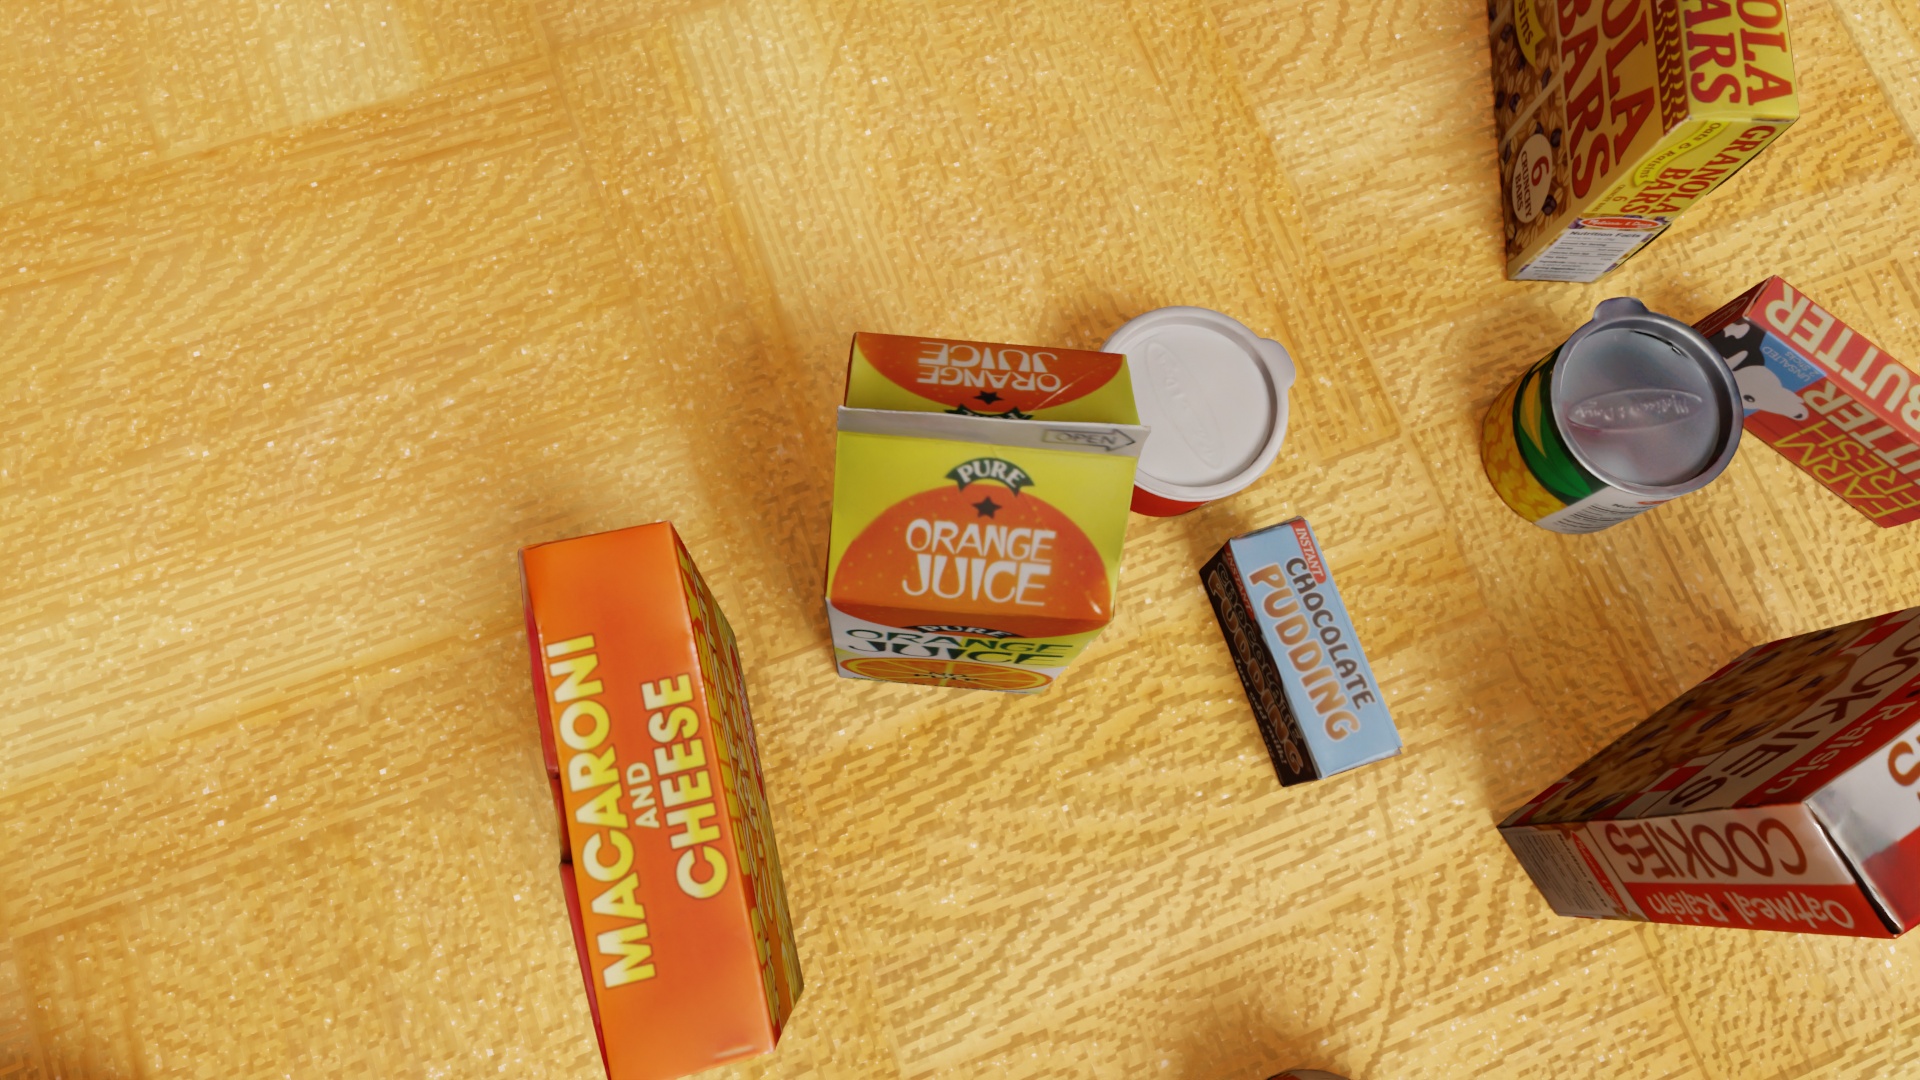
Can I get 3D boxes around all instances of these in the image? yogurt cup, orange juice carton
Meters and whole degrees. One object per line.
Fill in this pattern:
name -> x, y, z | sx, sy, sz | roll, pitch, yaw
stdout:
yogurt cup -> 0.074, -0.040, 0.482 | 0.072, 0.054, 0.072 | 1, 76, -4
orange juice carton -> 0.001, -0.005, 0.396 | 0.072, 0.192, 0.073 | 5, 76, -3

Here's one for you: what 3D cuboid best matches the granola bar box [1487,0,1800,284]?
granola bar box -> 0.234, -0.192, 0.494 | 0.039, 0.124, 0.166 | 3, 76, -3

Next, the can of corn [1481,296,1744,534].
can of corn -> 0.226, -0.042, 0.490 | 0.071, 0.058, 0.071 | 1, 76, -4

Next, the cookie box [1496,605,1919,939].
cookie box -> 0.252, 0.065, 0.409 | 0.123, 0.167, 0.040 | -30, 81, -10

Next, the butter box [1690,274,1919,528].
butter box -> 0.314, -0.049, 0.501 | 0.103, 0.053, 0.024 | 38, 77, 6

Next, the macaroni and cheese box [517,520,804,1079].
macaroni and cheese box -> -0.077, 0.075, 0.385 | 0.040, 0.166, 0.124 | -12, 78, -7

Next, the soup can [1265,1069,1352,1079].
soup can -> 0.115, 0.199, 0.410 | 0.071, 0.083, 0.071 | 1, 76, -4

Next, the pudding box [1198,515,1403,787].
pudding box -> 0.113, 0.039, 0.467 | 0.030, 0.049, 0.084 | -18, 78, -8
